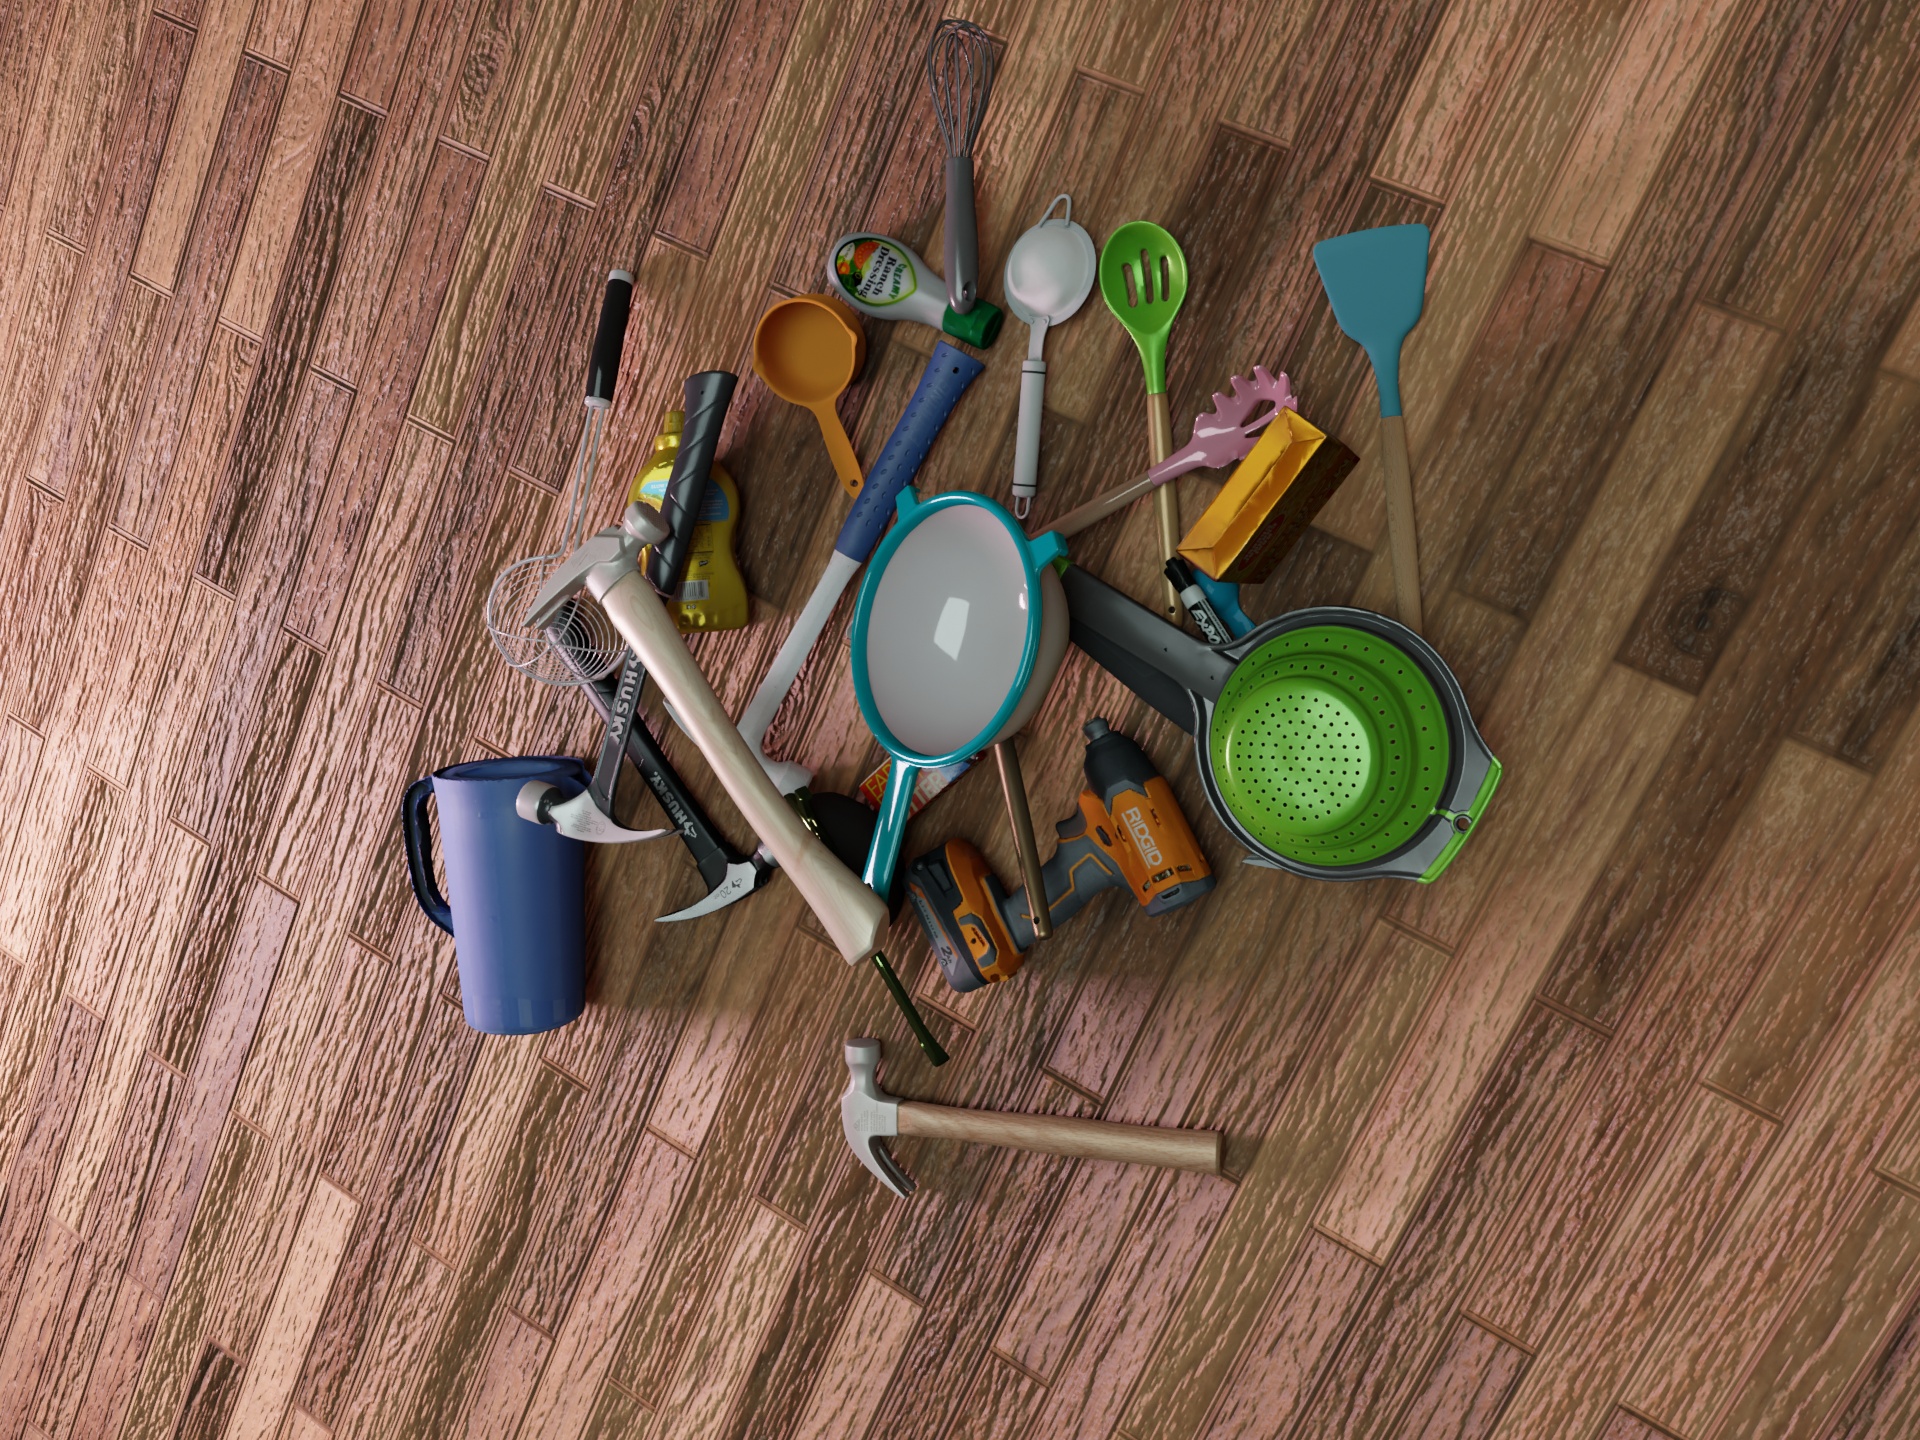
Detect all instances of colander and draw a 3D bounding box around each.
[{"bbox_3d":[0.189,-0.021,1.161,0.397,0.094,0.204,34,110,21],"label":"colander"}]

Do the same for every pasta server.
[{"bbox_3d":[0.123,-0.176,1.234,0.316,0.040,0.060,-27,75,27],"label":"pasta server"}]

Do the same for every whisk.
[{"bbox_3d":[0.001,-0.440,1.261,0.055,0.055,0.239,-1,87,21],"label":"whisk"}]

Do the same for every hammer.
[{"bbox_3d":[0.055,0.347,1.331,0.331,0.031,0.130,1,95,20],"label":"hammer"},{"bbox_3d":[0.181,-0.009,1.252,0.331,0.033,0.128,41,106,13],"label":"hammer"},{"bbox_3d":[-0.253,-0.093,1.325,0.149,0.036,0.409,17,92,21],"label":"hammer"},{"bbox_3d":[-0.104,-0.131,1.331,0.144,0.035,0.405,29,102,-9],"label":"hammer"},{"bbox_3d":[-0.195,0.024,1.260,0.146,0.038,0.411,-40,75,14],"label":"hammer"},{"bbox_3d":[-0.292,0.027,1.434,0.146,0.035,0.335,-39,81,19],"label":"hammer"}]

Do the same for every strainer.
[{"bbox_3d":[-0.002,-0.004,1.236,0.211,0.095,0.340,25,104,47],"label":"strainer"},{"bbox_3d":[-0.059,0.160,1.318,0.069,0.151,0.256,-29,83,-14],"label":"strainer"},{"bbox_3d":[0.060,-0.290,1.271,0.087,0.050,0.258,12,102,35],"label":"strainer"}]

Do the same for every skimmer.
[{"bbox_3d":[-0.330,-0.213,1.406,0.127,0.090,0.363,9,81,-7],"label":"skimmer"}]

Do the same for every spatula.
[{"bbox_3d":[0.319,-0.199,1.176,0.082,0.044,0.317,-6,94,16],"label":"spatula"}]

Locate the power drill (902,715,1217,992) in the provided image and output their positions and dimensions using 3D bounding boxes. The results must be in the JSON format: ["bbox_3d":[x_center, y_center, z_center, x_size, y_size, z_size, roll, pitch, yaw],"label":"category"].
[{"bbox_3d":[0.072,0.108,1.281,0.226,0.084,0.164,-28,82,17],"label":"power drill"}]

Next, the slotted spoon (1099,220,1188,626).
[{"bbox_3d":[0.154,-0.229,1.246,0.070,0.031,0.314,-4,95,21],"label":"slotted spoon"}]

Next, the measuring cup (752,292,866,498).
[{"bbox_3d":[-0.108,-0.273,1.335,0.095,0.052,0.173,-13,111,19],"label":"measuring cup"}]

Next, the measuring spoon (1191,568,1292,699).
[{"bbox_3d":[0.220,-0.068,1.236,0.042,0.021,0.129,-40,79,19],"label":"measuring spoon"}]

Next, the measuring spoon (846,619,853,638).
[{"bbox_3d":[-0.045,-0.108,1.322,0.124,0.018,0.034,-35,109,5],"label":"measuring spoon"}]

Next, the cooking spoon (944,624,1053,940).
[{"bbox_3d":[0.035,0.021,1.264,0.069,0.017,0.319,-22,65,24],"label":"cooking spoon"}]
